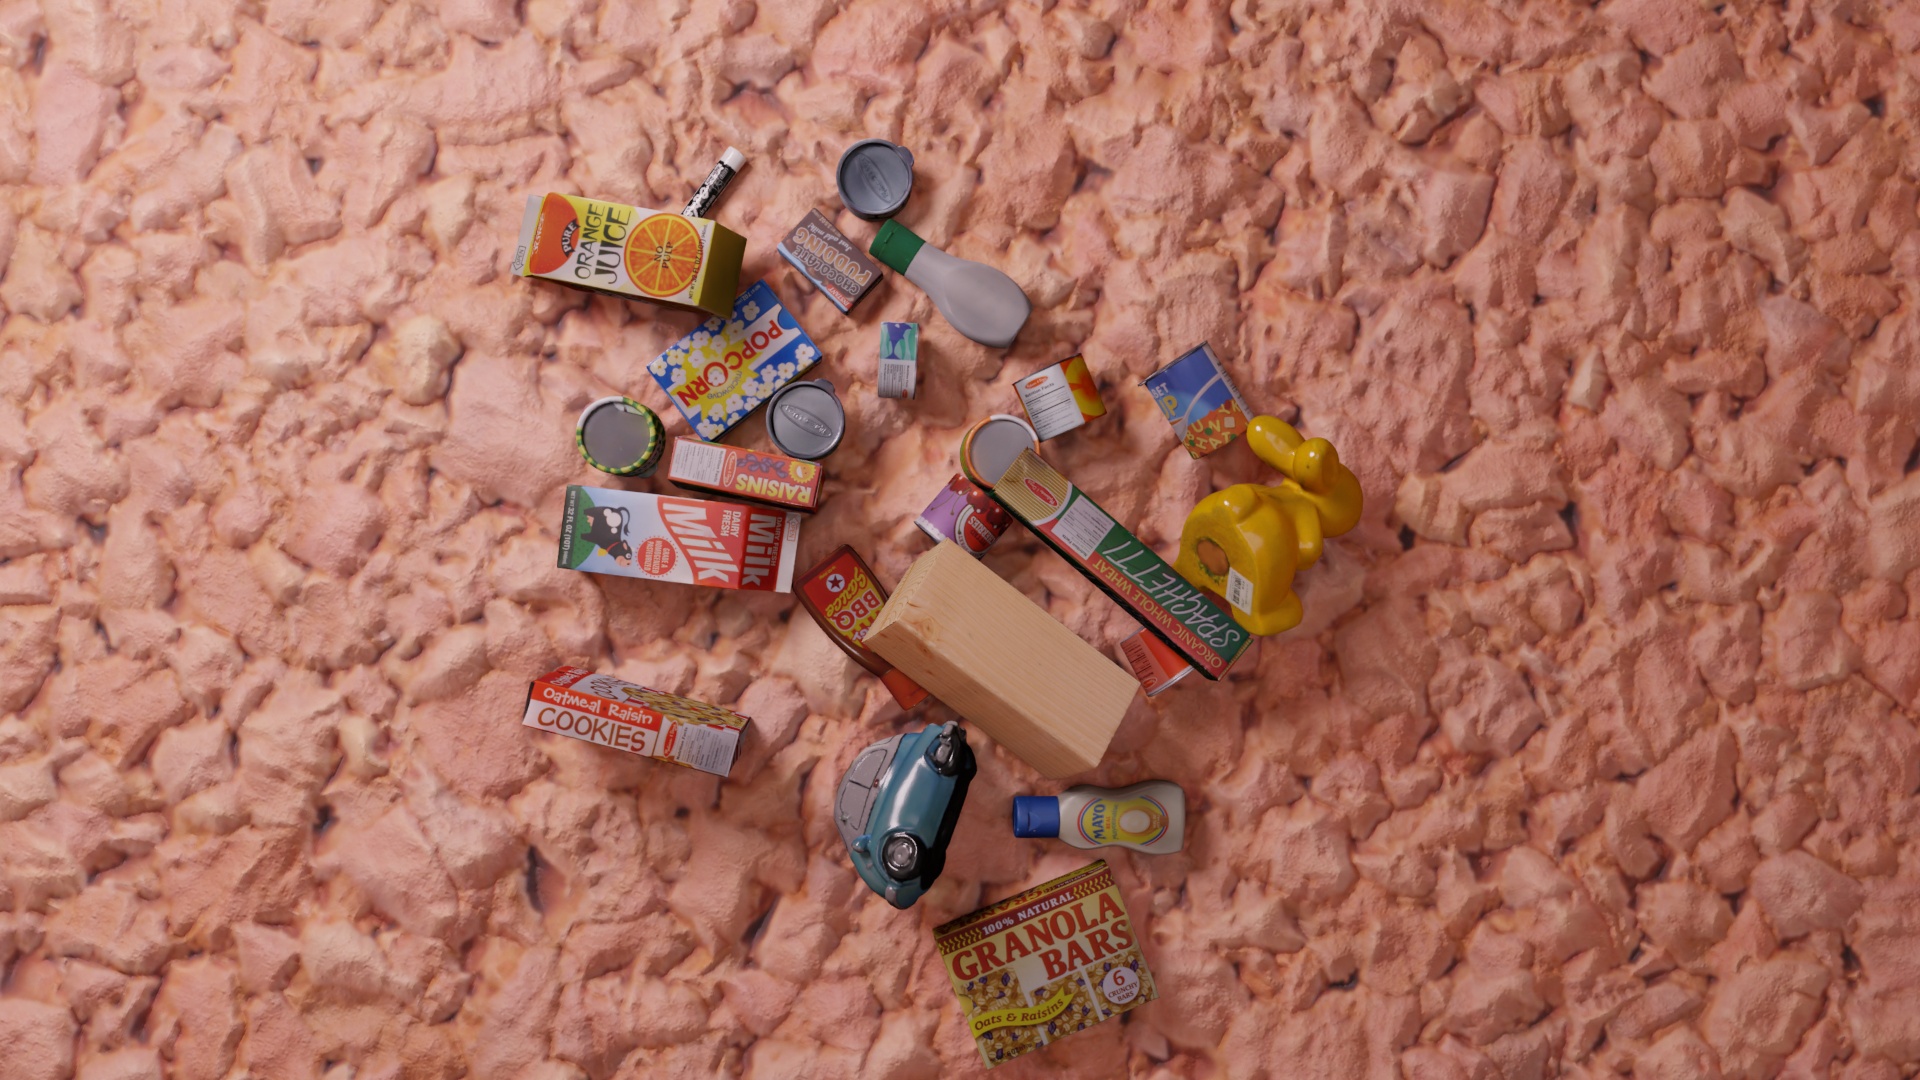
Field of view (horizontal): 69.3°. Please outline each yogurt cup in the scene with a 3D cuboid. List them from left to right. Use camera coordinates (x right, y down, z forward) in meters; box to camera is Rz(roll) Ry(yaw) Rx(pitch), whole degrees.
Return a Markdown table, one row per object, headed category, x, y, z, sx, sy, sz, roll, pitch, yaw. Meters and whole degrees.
| category | x | y | z | sx | sy | sz | roll | pitch | yaw |
| --- | --- | --- | --- | --- | --- | --- | --- | --- | --- |
| yogurt cup | 0.176 | 0.096 | 1.211 | 0.072 | 0.072 | 0.054 | -35 | 85 | -3 |

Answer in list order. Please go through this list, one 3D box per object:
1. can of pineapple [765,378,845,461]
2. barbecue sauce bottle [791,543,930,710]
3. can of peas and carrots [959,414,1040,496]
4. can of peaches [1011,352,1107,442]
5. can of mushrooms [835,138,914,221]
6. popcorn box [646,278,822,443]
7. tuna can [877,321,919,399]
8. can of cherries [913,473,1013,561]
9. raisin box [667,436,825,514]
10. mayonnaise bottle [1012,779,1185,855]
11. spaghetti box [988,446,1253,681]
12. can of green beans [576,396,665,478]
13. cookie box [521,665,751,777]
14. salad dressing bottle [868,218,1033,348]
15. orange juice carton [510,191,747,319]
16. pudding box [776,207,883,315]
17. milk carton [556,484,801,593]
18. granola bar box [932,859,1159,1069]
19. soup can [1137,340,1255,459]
| category | x | y | z | sx | sy | sz | roll | pitch | yaw |
| --- | --- | --- | --- | --- | --- | --- | --- | --- | --- |
| can of pineapple | -0.130 | -0.102 | 1.190 | 0.071 | 0.058 | 0.071 | 0 | 91 | -4 |
| barbecue sauce bottle | -0.079 | 0.078 | 1.201 | 0.065 | 0.043 | 0.148 | -37 | 93 | -12 |
| can of peas and carrots | 0.033 | -0.073 | 1.202 | 0.071 | 0.058 | 0.071 | 0 | 90 | -4 |
| can of peaches | 0.087 | -0.123 | 1.204 | 0.071 | 0.071 | 0.058 | -24 | 92 | -4 |
| can of mushrooms | -0.072 | -0.314 | 1.207 | 0.071 | 0.033 | 0.071 | 0 | 90 | -4 |
| popcorn box | -0.194 | -0.152 | 1.196 | 0.127 | 0.038 | 0.085 | -38 | 92 | -3 |
| tuna can | -0.054 | -0.157 | 1.194 | 0.033 | 0.071 | 0.071 | 3 | 90 | -3 |
| can of cherries | 0.004 | -0.015 | 1.194 | 0.071 | 0.071 | 0.058 | 41 | 87 | -3 |
| raisin box | -0.178 | -0.054 | 1.173 | 0.123 | 0.086 | 0.040 | 11 | 85 | -4 |
| mayonnaise bottle | 0.121 | 0.243 | 1.217 | 0.148 | 0.041 | 0.064 | 1 | 92 | -5 |
| spaghetti box | 0.134 | 0.021 | 1.160 | 0.250 | 0.028 | 0.050 | 40 | 80 | -3 |
| can of green beans | -0.287 | -0.088 | 1.179 | 0.071 | 0.058 | 0.071 | 0 | 91 | -4 |
| cookie box | -0.263 | 0.147 | 1.148 | 0.167 | 0.123 | 0.040 | 16 | 89 | -4 |
| salad dressing bottle | -0.009 | -0.225 | 1.207 | 0.147 | 0.044 | 0.064 | 34 | 90 | -2 |
| orange juice carton | -0.283 | -0.240 | 1.157 | 0.193 | 0.073 | 0.071 | 13 | 92 | 13 |
| pudding box | -0.113 | -0.241 | 1.205 | 0.083 | 0.030 | 0.049 | 44 | 88 | -3 |
| milk carton | -0.234 | -0.001 | 1.175 | 0.191 | 0.073 | 0.072 | 8 | 90 | -4 |
| granola bar box | 0.075 | 0.369 | 1.215 | 0.166 | 0.039 | 0.124 | -22 | 91 | -4 |
| soup can | 0.206 | -0.120 | 1.212 | 0.071 | 0.071 | 0.083 | -33 | 93 | -3 |
